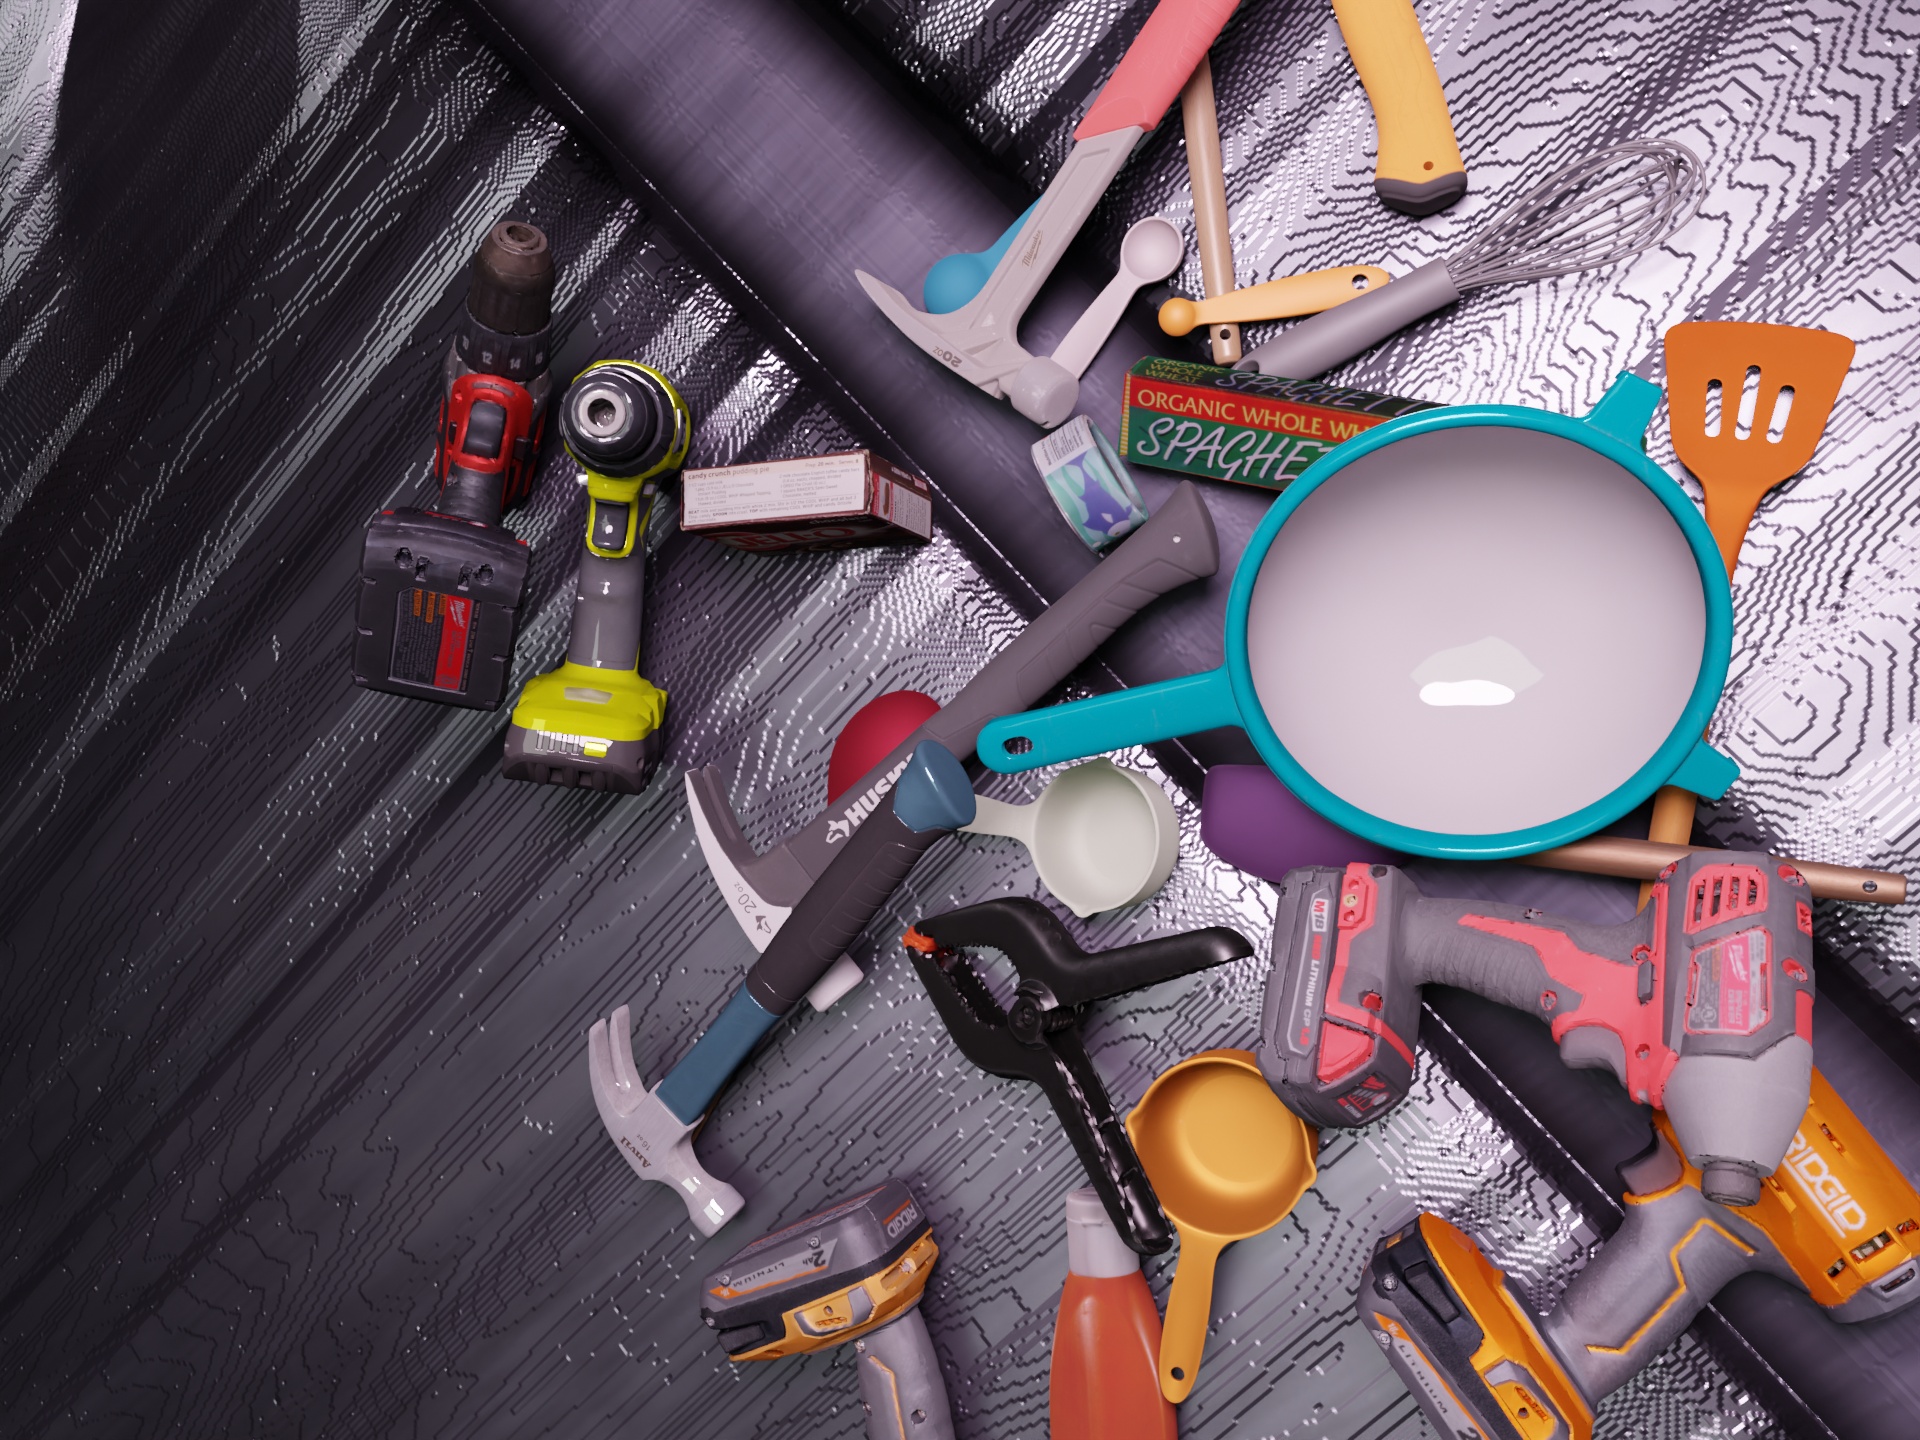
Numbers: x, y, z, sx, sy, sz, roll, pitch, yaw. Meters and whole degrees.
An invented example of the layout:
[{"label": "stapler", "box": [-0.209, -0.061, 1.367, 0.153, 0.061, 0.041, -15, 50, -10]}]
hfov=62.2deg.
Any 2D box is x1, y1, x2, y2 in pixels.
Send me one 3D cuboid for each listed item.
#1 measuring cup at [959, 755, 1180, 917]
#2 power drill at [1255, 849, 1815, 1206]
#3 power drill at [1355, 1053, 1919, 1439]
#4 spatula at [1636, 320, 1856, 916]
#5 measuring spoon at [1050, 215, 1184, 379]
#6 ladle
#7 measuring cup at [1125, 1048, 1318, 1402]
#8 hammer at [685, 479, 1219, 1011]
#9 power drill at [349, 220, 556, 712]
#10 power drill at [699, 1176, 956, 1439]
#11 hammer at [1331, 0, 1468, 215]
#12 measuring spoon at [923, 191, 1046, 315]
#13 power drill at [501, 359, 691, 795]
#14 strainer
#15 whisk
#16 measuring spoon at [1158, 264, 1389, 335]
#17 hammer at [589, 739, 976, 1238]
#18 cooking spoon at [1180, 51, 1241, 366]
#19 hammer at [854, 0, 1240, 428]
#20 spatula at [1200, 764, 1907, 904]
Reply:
[{"label": "measuring cup", "box": [0.042, 0.055, 0.848, 0.168, 0.038, 0.083, 8, 91, 38]}, {"label": "power drill", "box": [0.249, 0.130, 0.694, 0.220, 0.078, 0.143, -4, 60, 33]}, {"label": "power drill", "box": [0.294, 0.228, 0.717, 0.226, 0.084, 0.164, -37, 75, 12]}, {"label": "spatula", "box": [0.343, -0.025, 0.736, 0.081, 0.041, 0.322, 10, 96, 21]}, {"label": "measuring spoon", "box": [0.077, -0.213, 0.851, 0.034, 0.018, 0.124, 45, 110, 20]}, {"label": "ladle", "box": [-0.097, 0.122, 0.899, 0.069, 0.031, 0.315, 35, 103, 31]}, {"label": "measuring cup", "box": [0.127, 0.249, 0.794, 0.095, 0.052, 0.173, 11, 94, 21]}, {"label": "hammer", "box": [-0.001, -0.003, 0.824, 0.334, 0.035, 0.146, -41, 82, 17]}, {"label": "power drill", "box": [-0.261, -0.139, 0.858, 0.187, 0.080, 0.227, 118, 158, -45]}, {"label": "power drill", "box": [-0.057, 0.383, 0.848, 0.185, 0.084, 0.226, -29, 83, 19]}, {"label": "hammer", "box": [0.194, -0.416, 0.798, 0.127, 0.034, 0.337, -18, 83, 15]}, {"label": "measuring spoon", "box": [0.029, -0.264, 0.864, 0.128, 0.021, 0.042, -38, 76, 18]}, {"label": "power drill", "box": [-0.192, -0.081, 0.861, 0.080, 0.190, 0.228, 8, 97, -7]}, {"label": "strainer", "box": [0.173, -0.035, 0.752, 0.340, 0.095, 0.211, -13, 109, 22]}, {"label": "whisk", "box": [0.238, -0.212, 0.773, 0.239, 0.055, 0.055, -24, 80, 23]}, {"label": "measuring spoon", "box": [0.158, -0.214, 0.805, 0.117, 0.011, 0.021, -9, 87, 7]}, {"label": "hammer", "box": [-0.093, 0.136, 0.831, 0.128, 0.033, 0.331, 43, 119, 8]}, {"label": "cooking spoon", "box": [0.122, -0.342, 0.833, 0.069, 0.017, 0.319, -6, 86, 5]}, {"label": "hammer", "box": [0.092, -0.331, 0.797, 0.149, 0.036, 0.359, 42, 106, 28]}, {"label": "spatula", "box": [0.263, 0.061, 0.750, 0.316, 0.018, 0.060, 5, 93, 29]}]
